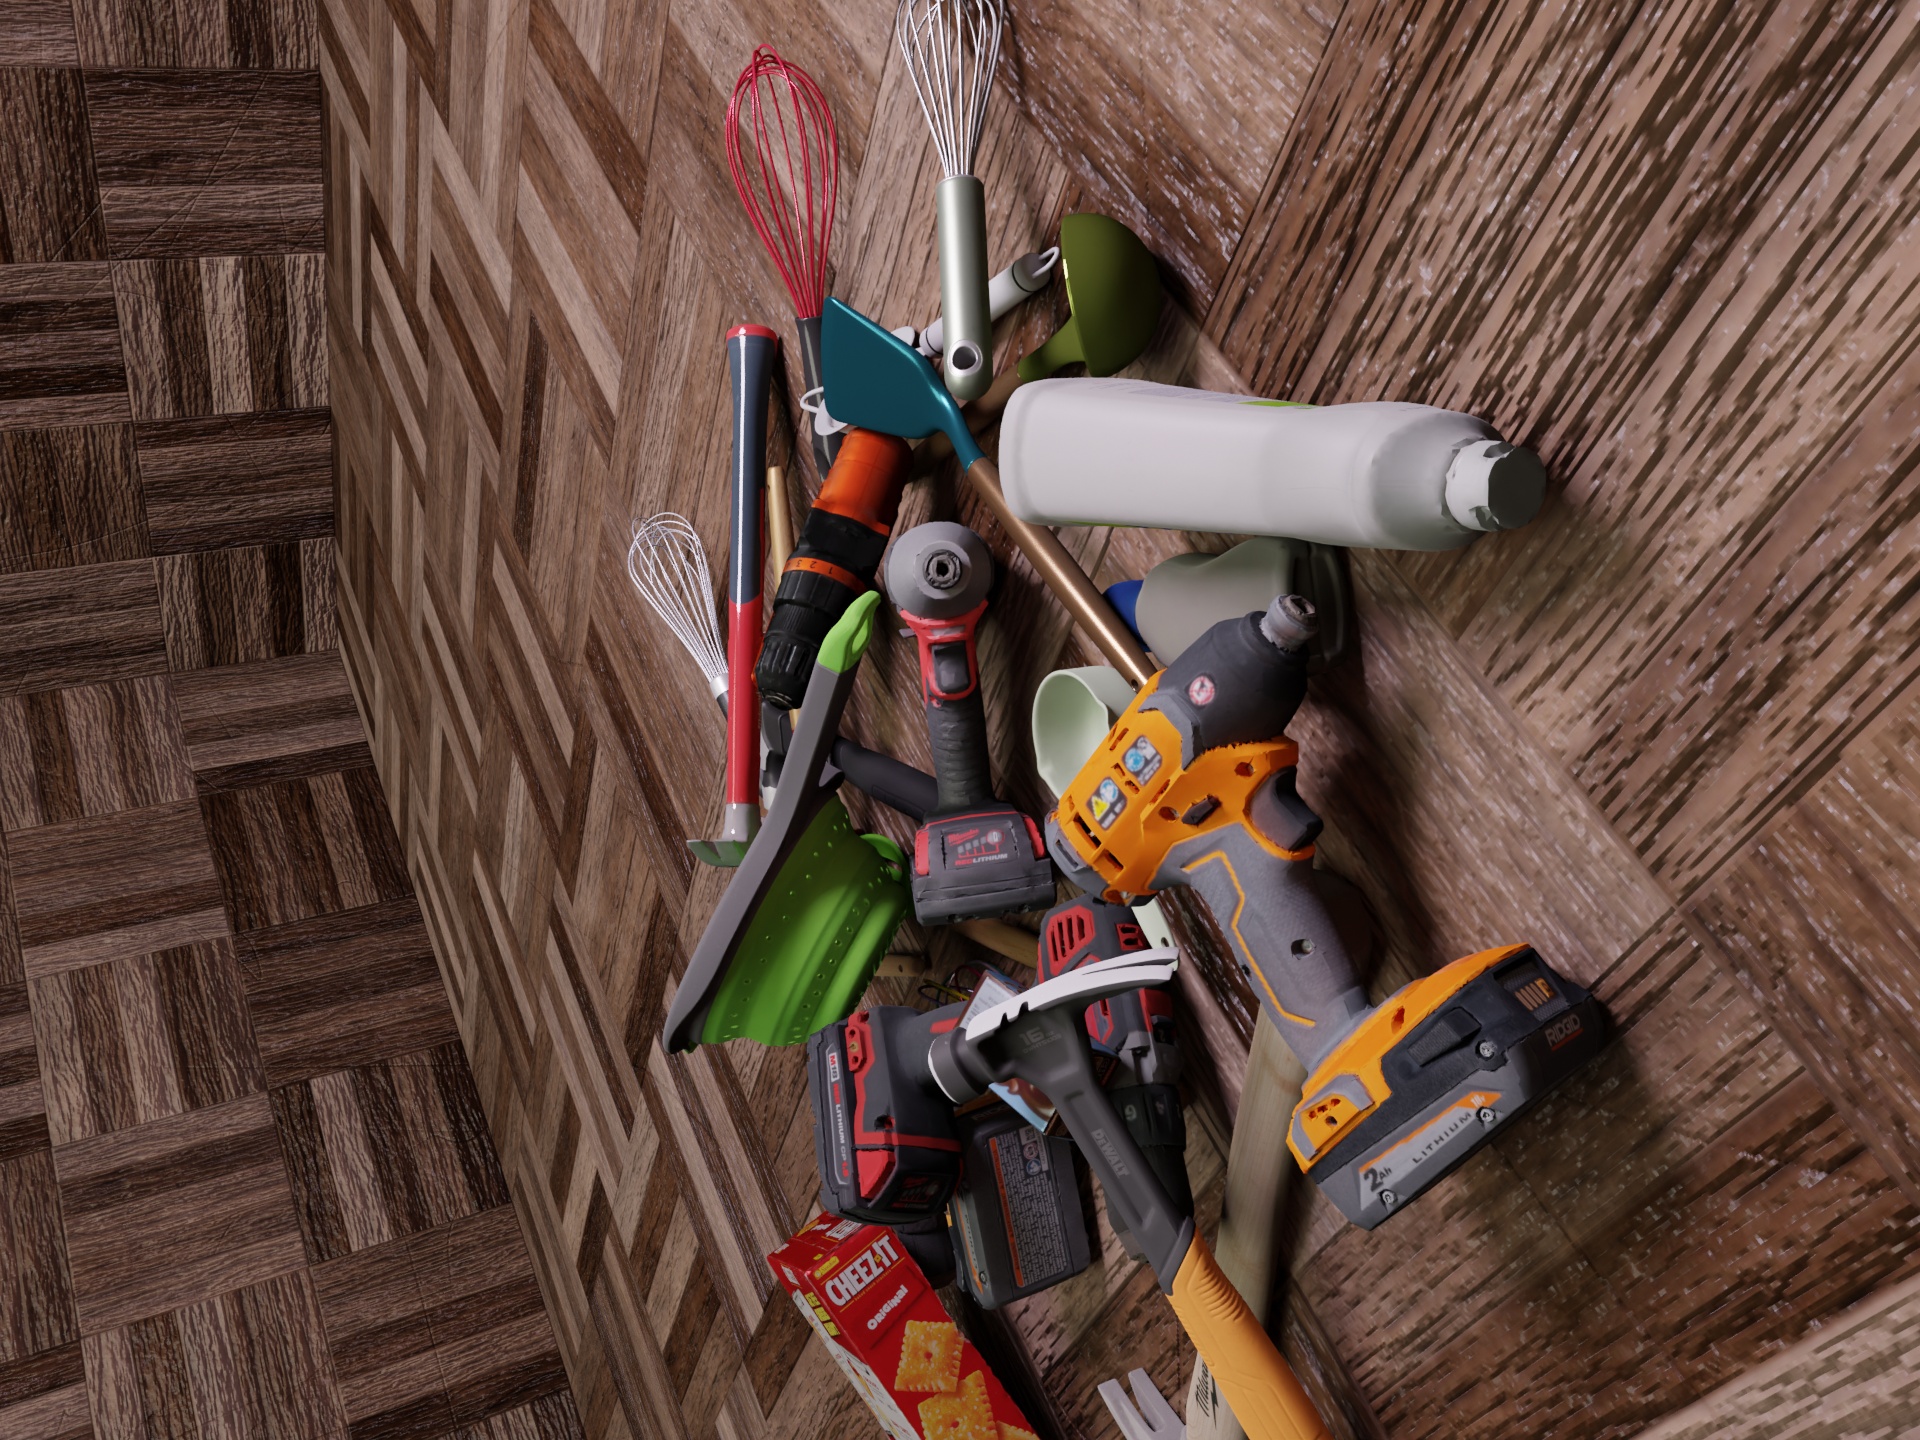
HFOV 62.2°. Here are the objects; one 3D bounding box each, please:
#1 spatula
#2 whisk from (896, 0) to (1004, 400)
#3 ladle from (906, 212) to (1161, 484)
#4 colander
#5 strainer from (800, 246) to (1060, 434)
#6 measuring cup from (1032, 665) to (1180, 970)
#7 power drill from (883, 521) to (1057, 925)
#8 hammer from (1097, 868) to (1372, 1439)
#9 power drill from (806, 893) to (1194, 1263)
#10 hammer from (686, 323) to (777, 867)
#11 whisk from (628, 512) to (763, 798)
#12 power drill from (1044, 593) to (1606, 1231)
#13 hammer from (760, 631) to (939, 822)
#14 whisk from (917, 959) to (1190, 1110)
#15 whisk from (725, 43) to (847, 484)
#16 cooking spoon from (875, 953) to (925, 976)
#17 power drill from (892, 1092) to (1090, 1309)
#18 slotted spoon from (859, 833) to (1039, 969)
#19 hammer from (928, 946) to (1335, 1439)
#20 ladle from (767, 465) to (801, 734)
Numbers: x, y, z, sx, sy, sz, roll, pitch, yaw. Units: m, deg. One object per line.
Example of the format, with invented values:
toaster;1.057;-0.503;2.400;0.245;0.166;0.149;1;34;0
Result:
spatula;0.012;-0.111;0.822;0.318;0.044;0.082;56;154;36
whisk;-0.001;-0.282;0.820;0.059;0.058;0.246;40;-134;-74
ladle;0.015;-0.180;0.863;0.320;0.062;0.078;158;106;-64
colander;-0.073;0.084;0.938;0.094;0.205;0.396;27;136;4
strainer;-0.017;-0.215;0.923;0.258;0.050;0.087;-18;40;57
measuring cup;0.090;0.048;0.828;0.168;0.038;0.083;67;150;17
power drill;-0.001;-0.003;0.896;0.143;0.078;0.219;-143;46;-86
hammer;0.142;0.253;0.808;0.146;0.038;0.410;41;134;51
power drill;0.026;0.214;0.865;0.226;0.080;0.188;-29;57;33
hammer;-0.153;-0.092;1.110;0.143;0.038;0.386;42;-133;-81
whisk;-0.209;-0.055;1.325;0.285;0.070;0.070;63;148;19
power drill;0.144;0.068;0.643;0.227;0.084;0.164;52;130;25
hammer;-0.070;0.028;1.116;0.335;0.035;0.146;21;119;58
whisk;0.053;0.189;0.952;0.245;0.051;0.047;12;131;56
whisk;-0.100;-0.284;1.039;0.073;0.073;0.295;23;127;57
cooking spoon;-0.100;0.190;1.249;0.319;0.017;0.069;-15;87;62
power drill;-0.001;0.312;1.052;0.226;0.084;0.185;2;104;65
slotted spoon;0.002;0.131;1.029;0.314;0.031;0.070;14;97;57
hammer;0.121;0.267;0.745;0.127;0.034;0.337;-28;97;20
ladle;-0.115;-0.020;1.116;0.069;0.031;0.315;1;97;64
